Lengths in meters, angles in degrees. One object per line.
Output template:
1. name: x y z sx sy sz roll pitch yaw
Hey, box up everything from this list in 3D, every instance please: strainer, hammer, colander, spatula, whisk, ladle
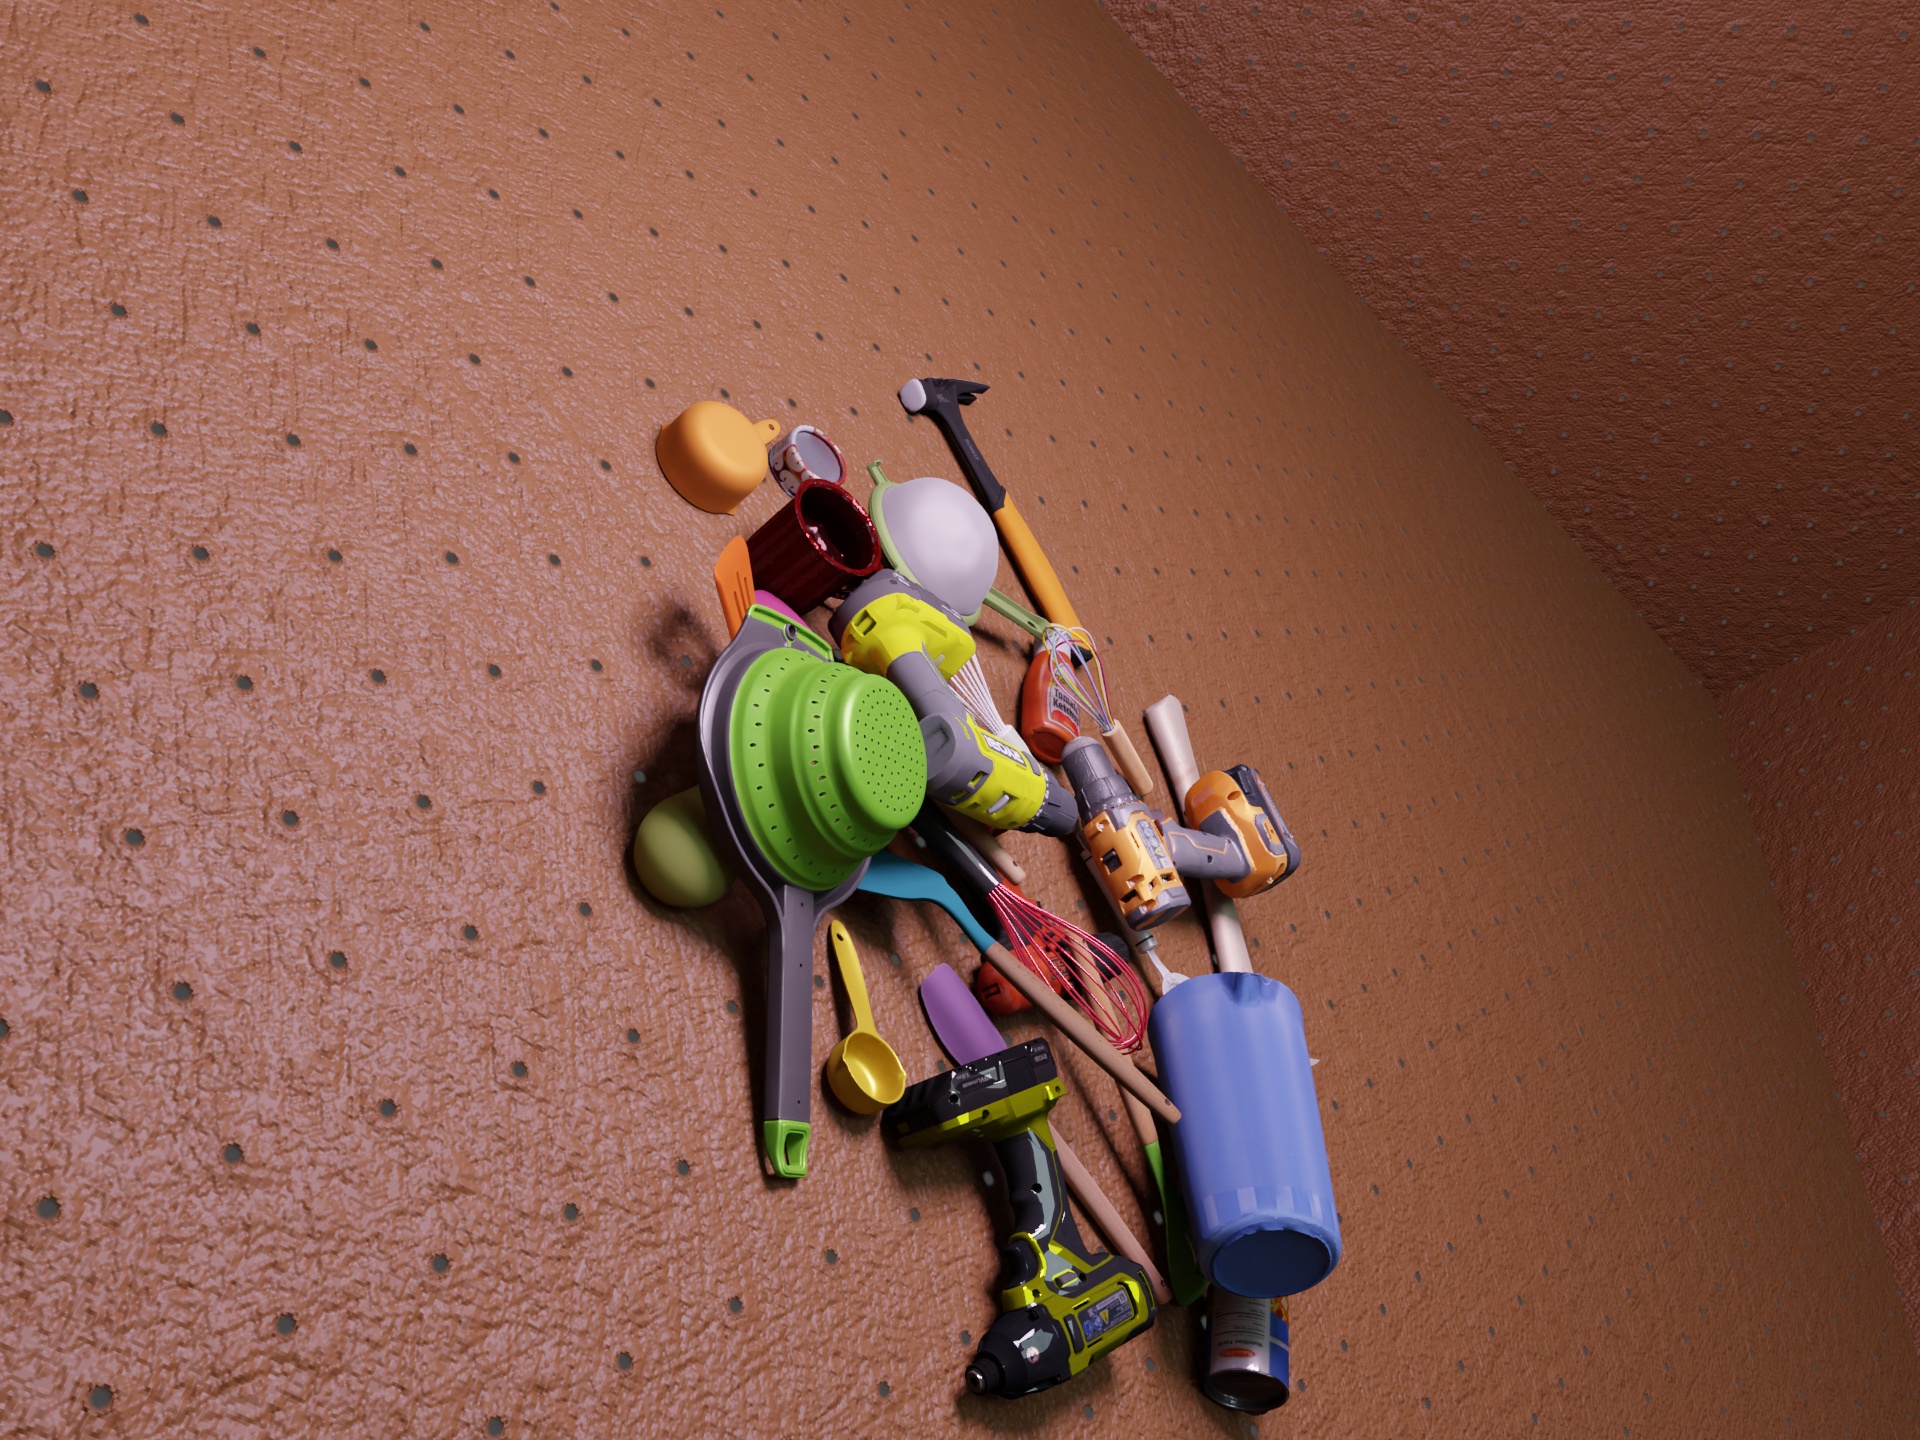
1. strainer: 0.172 0.212 1.445 0.087 0.050 0.258 -5 61 -59
2. hammer: 0.258 0.158 1.598 0.146 0.038 0.411 22 46 -42
3. strainer: 0.024 -0.142 1.450 0.256 0.069 0.152 30 36 -43
4. colander: -0.086 0.106 1.090 0.204 0.094 0.397 29 54 -55
5. spatula: 0.036 0.195 1.189 0.317 0.044 0.082 41 26 12
6. hammer: 0.053 -0.207 1.647 0.127 0.034 0.337 -14 74 -53
7. whisk: 0.039 0.145 1.235 0.296 0.073 0.073 47 34 5
8. whisk: 0.032 0.005 1.436 0.059 0.058 0.246 -43 104 -25
9. ladle: -0.179 0.010 1.183 0.078 0.062 0.320 38 31 -25
10. spatula: -0.104 0.007 1.233 0.322 0.041 0.081 56 20 -17
11. whisk: 0.137 -0.006 1.514 0.051 0.047 0.244 -88 154 -44
12. spatula: 0.067 0.326 1.238 0.316 0.018 0.060 54 36 -2

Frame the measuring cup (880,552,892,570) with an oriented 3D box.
1. measuring cup: -0.068 -0.156 1.447 0.083 0.038 0.167 58 32 2

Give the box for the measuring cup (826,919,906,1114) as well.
1. measuring cup: -0.081 0.214 1.150 0.062 0.029 0.157 26 32 -40

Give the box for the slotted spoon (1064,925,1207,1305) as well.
1. slotted spoon: 0.143 0.316 1.280 0.070 0.031 0.314 -14 83 -63

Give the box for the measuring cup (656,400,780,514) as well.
1. measuring cup: -0.186 -0.241 1.359 0.095 0.052 0.174 52 36 -6

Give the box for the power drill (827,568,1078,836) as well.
1. power drill: -0.002 -0.004 1.291 0.190 0.080 0.229 28 24 -49

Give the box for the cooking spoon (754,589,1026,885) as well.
1. cooking spoon: -0.060 0.012 1.275 0.319 0.017 0.069 47 26 3

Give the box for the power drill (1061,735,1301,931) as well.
1. power drill: 0.199 0.094 1.490 0.226 0.084 0.185 -5 61 -44

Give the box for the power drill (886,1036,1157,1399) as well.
1. power drill: 0.038 0.353 1.129 0.171 0.080 0.223 -8 71 -46
